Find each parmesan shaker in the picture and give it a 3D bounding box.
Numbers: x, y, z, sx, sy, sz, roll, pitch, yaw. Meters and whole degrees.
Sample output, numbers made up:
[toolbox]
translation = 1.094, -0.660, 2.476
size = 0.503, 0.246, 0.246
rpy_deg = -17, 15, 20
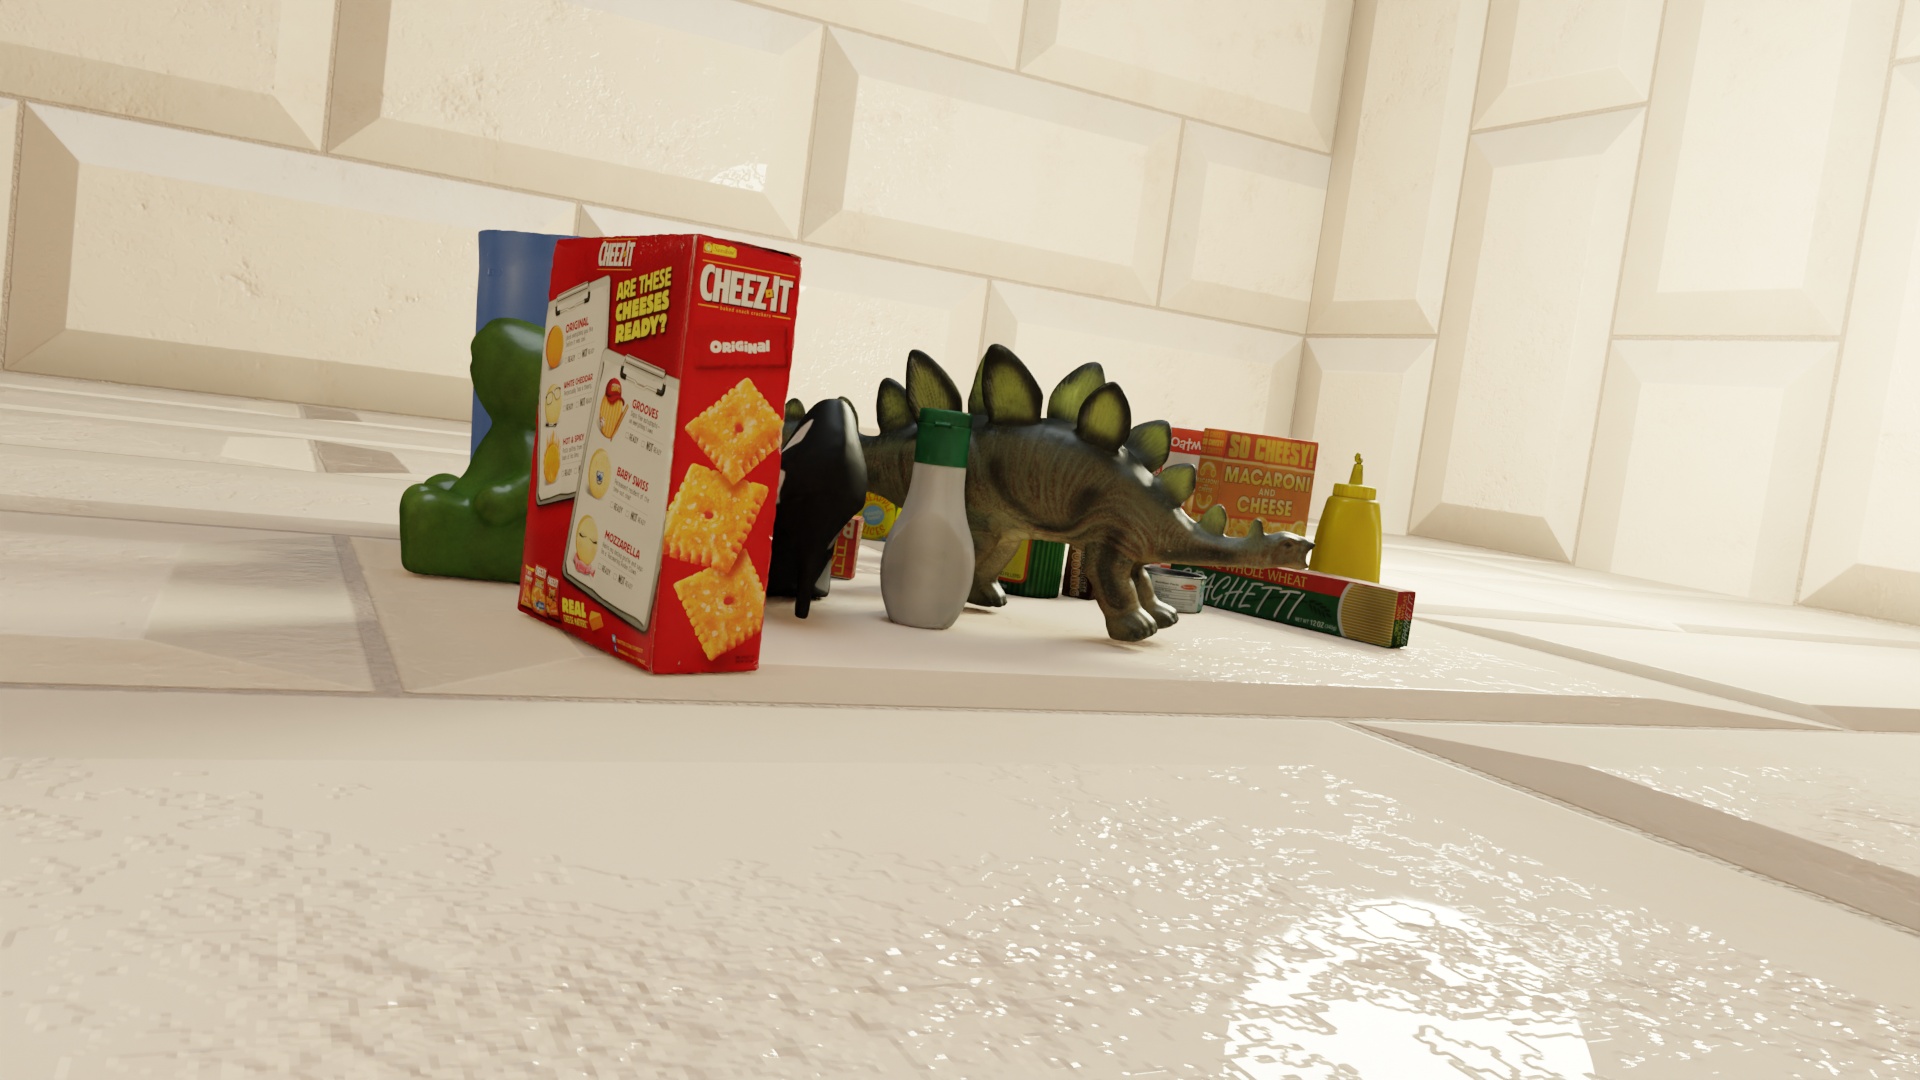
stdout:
[parmesan shaker]
translation = 0.062, -0.005, 1.204
size = 0.071, 0.103, 0.071
rpy_deg = 7, 4, 0

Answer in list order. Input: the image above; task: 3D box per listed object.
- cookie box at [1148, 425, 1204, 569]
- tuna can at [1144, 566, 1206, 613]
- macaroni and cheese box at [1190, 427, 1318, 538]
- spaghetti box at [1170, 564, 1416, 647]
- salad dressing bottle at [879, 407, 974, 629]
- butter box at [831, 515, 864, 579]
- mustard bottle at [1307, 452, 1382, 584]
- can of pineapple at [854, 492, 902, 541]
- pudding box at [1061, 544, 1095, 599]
[cookie box]
translation = 0.269, -0.041, 1.550
size = 0.123, 0.167, 0.040
rpy_deg = 6, 4, -16
[tuna can]
translation = 0.184, 0.043, 1.240
size = 0.071, 0.032, 0.071
rpy_deg = 7, 5, 0
[macaroni and cheese box]
translation = 0.286, -0.023, 1.378
size = 0.124, 0.166, 0.040
rpy_deg = 5, 5, -31
[spaghetti box]
translation = 0.289, 0.048, 1.249
size = 0.029, 0.050, 0.250
rpy_deg = 4, 6, -41
[salad dressing bottle]
translation = -0.018, -0.016, 0.946
size = 0.064, 0.147, 0.044
rpy_deg = 8, 4, 3
[butter box]
translation = -0.134, -0.001, 1.150
size = 0.103, 0.053, 0.024
rpy_deg = 8, 4, 8
[mustard bottle]
translation = 0.364, -0.003, 1.301
size = 0.065, 0.160, 0.049
rpy_deg = 7, 4, -1
[can of pineapple]
translation = -0.095, -0.031, 1.533
size = 0.071, 0.057, 0.071
rpy_deg = 7, 5, 0
[pudding box]
translation = 0.122, 0.025, 1.255
size = 0.030, 0.049, 0.084
rpy_deg = 10, 5, 25
